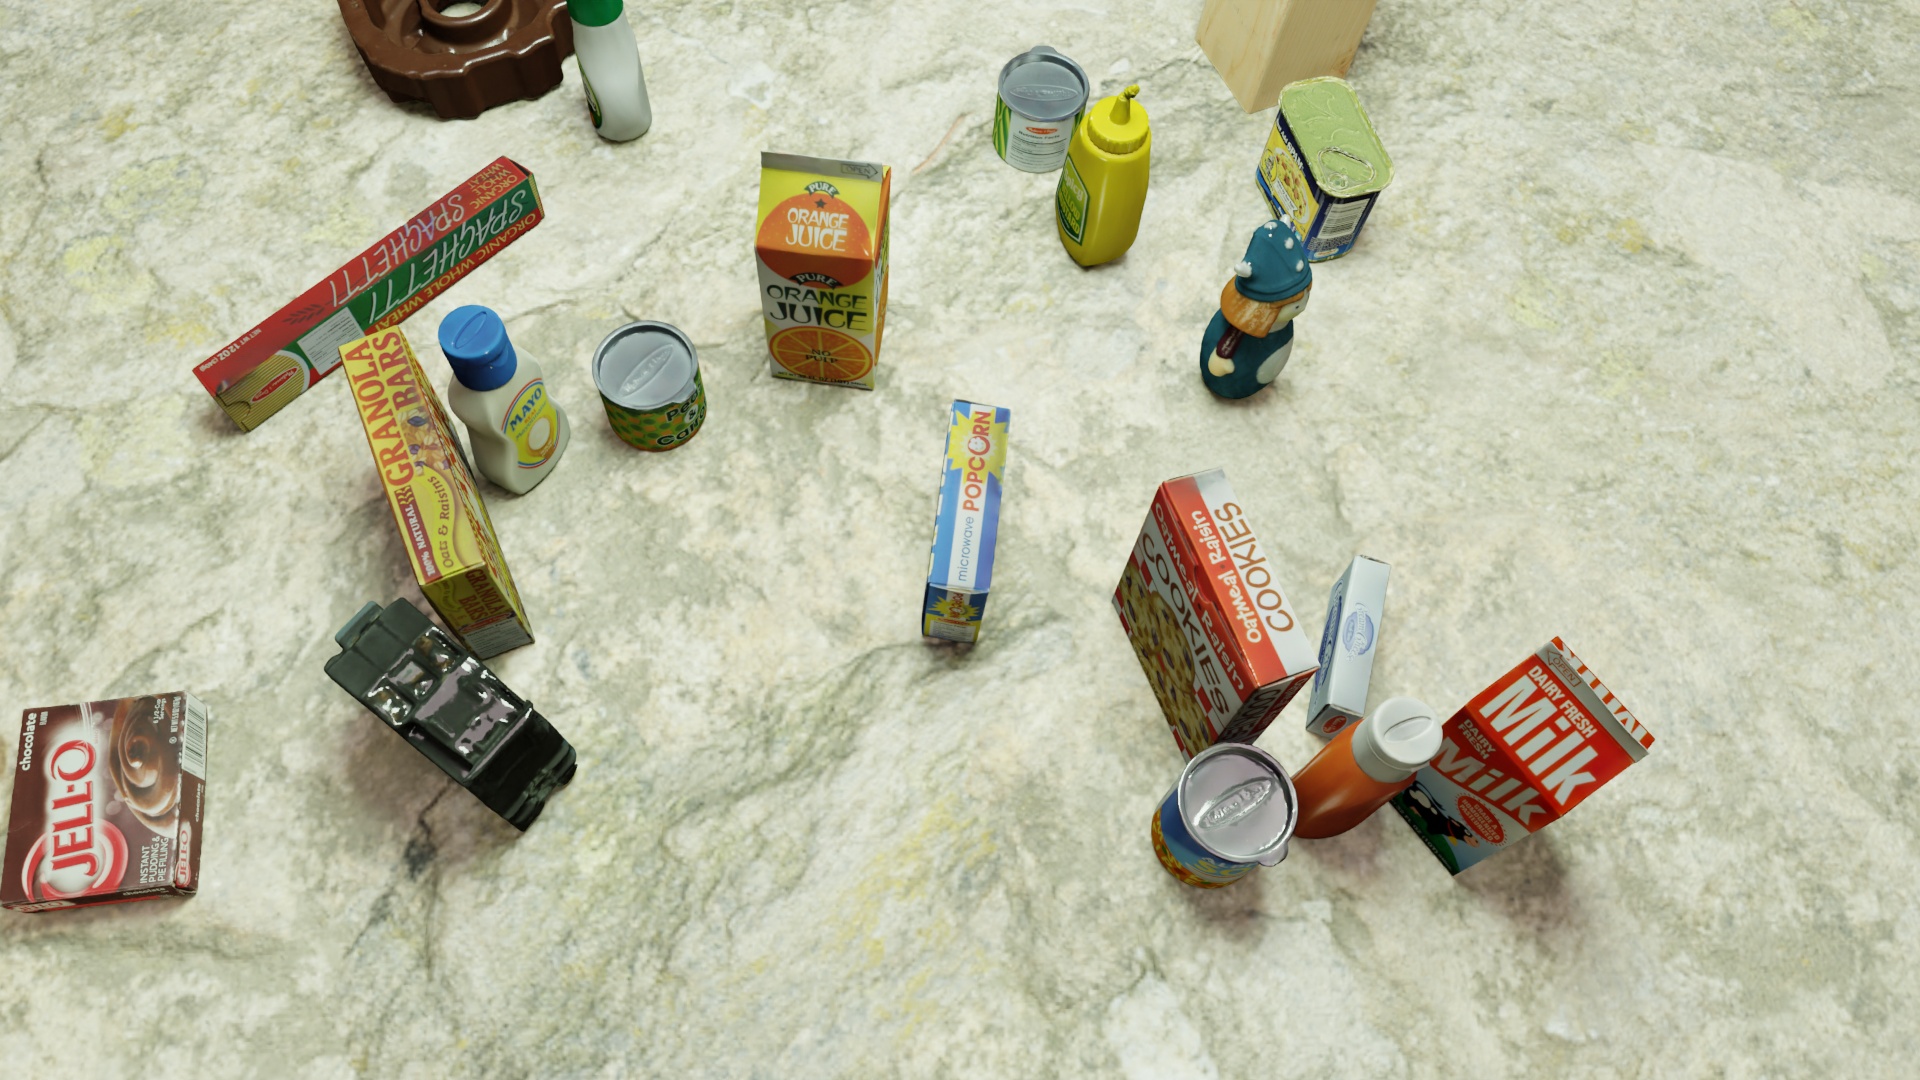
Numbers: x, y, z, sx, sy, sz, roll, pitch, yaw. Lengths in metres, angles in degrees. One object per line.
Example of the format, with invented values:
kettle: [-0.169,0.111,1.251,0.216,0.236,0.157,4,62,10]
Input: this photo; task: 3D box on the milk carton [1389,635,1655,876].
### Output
milk carton: [0.304,0.116,0.758,0.073,0.189,0.072,-32,71,-16]

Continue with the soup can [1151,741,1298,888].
soup can: [0.149,0.160,0.786,0.071,0.083,0.071,1,65,-3]

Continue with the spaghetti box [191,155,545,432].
spaghetti box: [-0.385,-0.167,0.922,0.029,0.050,0.251,41,69,14]

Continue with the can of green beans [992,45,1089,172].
can of green beans: [0.058,-0.312,1.014,0.071,0.057,0.071,1,65,-3]

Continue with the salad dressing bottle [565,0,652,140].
salad dressing bottle: [-0.245,-0.341,0.959,0.044,0.147,0.064,-13,67,-9]

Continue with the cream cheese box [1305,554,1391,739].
cream cheese box: [0.237,0.066,0.852,0.024,0.053,0.104,16,65,4]

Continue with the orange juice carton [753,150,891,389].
orange juice carton: [-0.084,-0.176,0.868,0.072,0.191,0.073,8,65,0]

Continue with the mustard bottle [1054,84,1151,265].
mustard bottle: [0.098,-0.251,0.932,0.049,0.159,0.065,-18,68,-11]

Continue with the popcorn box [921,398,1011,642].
popcorn box: [0.003,-0.011,0.855,0.038,0.085,0.127,8,65,0]

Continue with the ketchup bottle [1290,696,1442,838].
ketchup bottle: [0.224,0.127,0.771,0.065,0.148,0.043,-20,68,-12]

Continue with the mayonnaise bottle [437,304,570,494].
mayonnaise bottle: [-0.277,-0.086,0.838,0.041,0.147,0.065,27,67,9]

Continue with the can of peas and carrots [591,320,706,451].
can of peas and carrots: [-0.198,-0.098,0.897,0.071,0.058,0.071,1,65,-3]

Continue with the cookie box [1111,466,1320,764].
cookie box: [0.138,0.051,0.790,0.040,0.166,0.123,-18,68,-11]

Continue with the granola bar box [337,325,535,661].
granola bar box: [-0.308,-0.024,0.820,0.039,0.123,0.166,-22,69,-13]
